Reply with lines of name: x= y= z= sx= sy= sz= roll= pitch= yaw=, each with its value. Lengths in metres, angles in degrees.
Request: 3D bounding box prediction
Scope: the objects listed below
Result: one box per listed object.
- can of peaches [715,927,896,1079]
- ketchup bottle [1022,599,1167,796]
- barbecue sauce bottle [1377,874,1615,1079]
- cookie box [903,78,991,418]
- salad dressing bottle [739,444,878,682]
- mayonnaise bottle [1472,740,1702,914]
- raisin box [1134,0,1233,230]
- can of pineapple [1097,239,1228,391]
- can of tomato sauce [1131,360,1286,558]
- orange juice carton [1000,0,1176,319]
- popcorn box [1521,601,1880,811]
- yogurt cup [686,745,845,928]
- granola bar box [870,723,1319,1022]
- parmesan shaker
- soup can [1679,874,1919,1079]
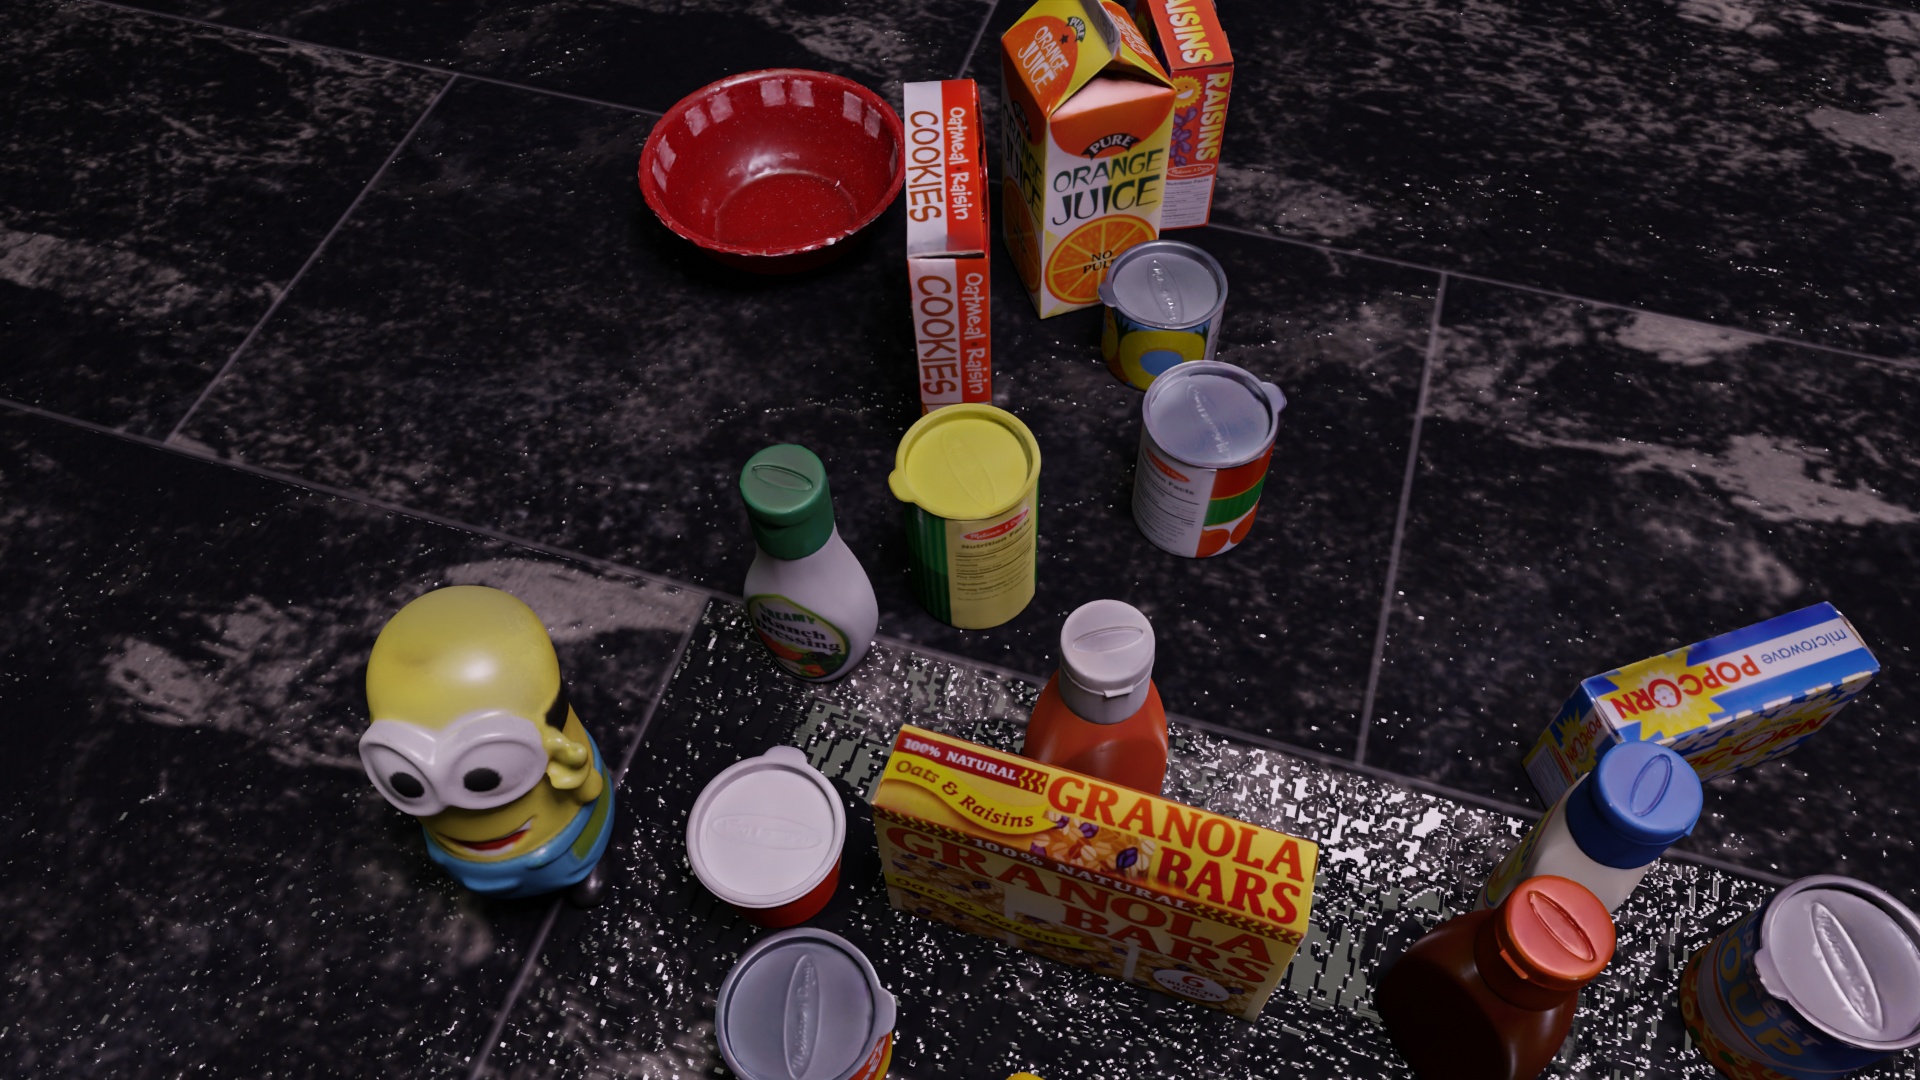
can of peaches: x=-0.060 y=0.200 z=0.567 sx=0.071 sy=0.057 sz=0.071 roll=-1 pitch=57 yaw=1
ketchup bottle: x=0.059 y=0.078 z=0.590 sx=0.065 sy=0.148 sz=0.044 roll=-11 pitch=57 yaw=-5
barbecue sauce bottle: x=0.203 y=0.169 z=0.526 sx=0.044 sy=0.147 sz=0.065 roll=-29 pitch=60 yaw=-16
cookie box: x=-0.005 y=-0.133 z=0.721 sx=0.040 sy=0.166 sz=0.123 roll=-3 pitch=57 yaw=0
salad dressing bottle: x=-0.073 y=0.013 z=0.638 sx=0.064 sy=0.147 sz=0.044 roll=17 pitch=59 yaw=13
mayonnaise bottle: x=0.247 y=0.126 z=0.554 sx=0.041 sy=0.147 sz=0.065 roll=31 pitch=63 yaw=20
raisin box: x=0.128 y=-0.259 z=0.827 sx=0.040 sy=0.122 sz=0.086 roll=-7 pitch=57 yaw=-3
can of pineapple: x=0.111 y=-0.125 z=0.778 sx=0.071 sy=0.057 sz=0.071 roll=-1 pitch=57 yaw=1
can of tomato sauce: x=0.124 y=-0.041 z=0.706 sx=0.071 sy=0.082 sz=0.071 roll=-1 pitch=57 yaw=1
orange juice carton: x=0.067 y=-0.217 z=0.760 sx=0.073 sy=0.191 sz=0.072 roll=-16 pitch=58 yaw=-8
popcorn box: x=0.327 y=0.080 z=0.620 sx=0.127 sy=0.084 sz=0.038 roll=-16 pitch=58 yaw=-9
yogurt cup: x=-0.082 y=0.136 z=0.613 sx=0.072 sy=0.053 sz=0.073 roll=-1 pitch=57 yaw=1
granola bar box: x=0.051 y=0.137 z=0.566 sx=0.166 sy=0.123 sz=0.039 roll=15 pitch=58 yaw=11
parmesan shaker: x=0.002 y=-0.008 z=0.677 sx=0.071 sy=0.102 sz=0.071 roll=-1 pitch=57 yaw=1
soup can: x=0.334 y=0.179 z=0.554 sx=0.071 sy=0.083 sz=0.072 roll=-1 pitch=57 yaw=1
